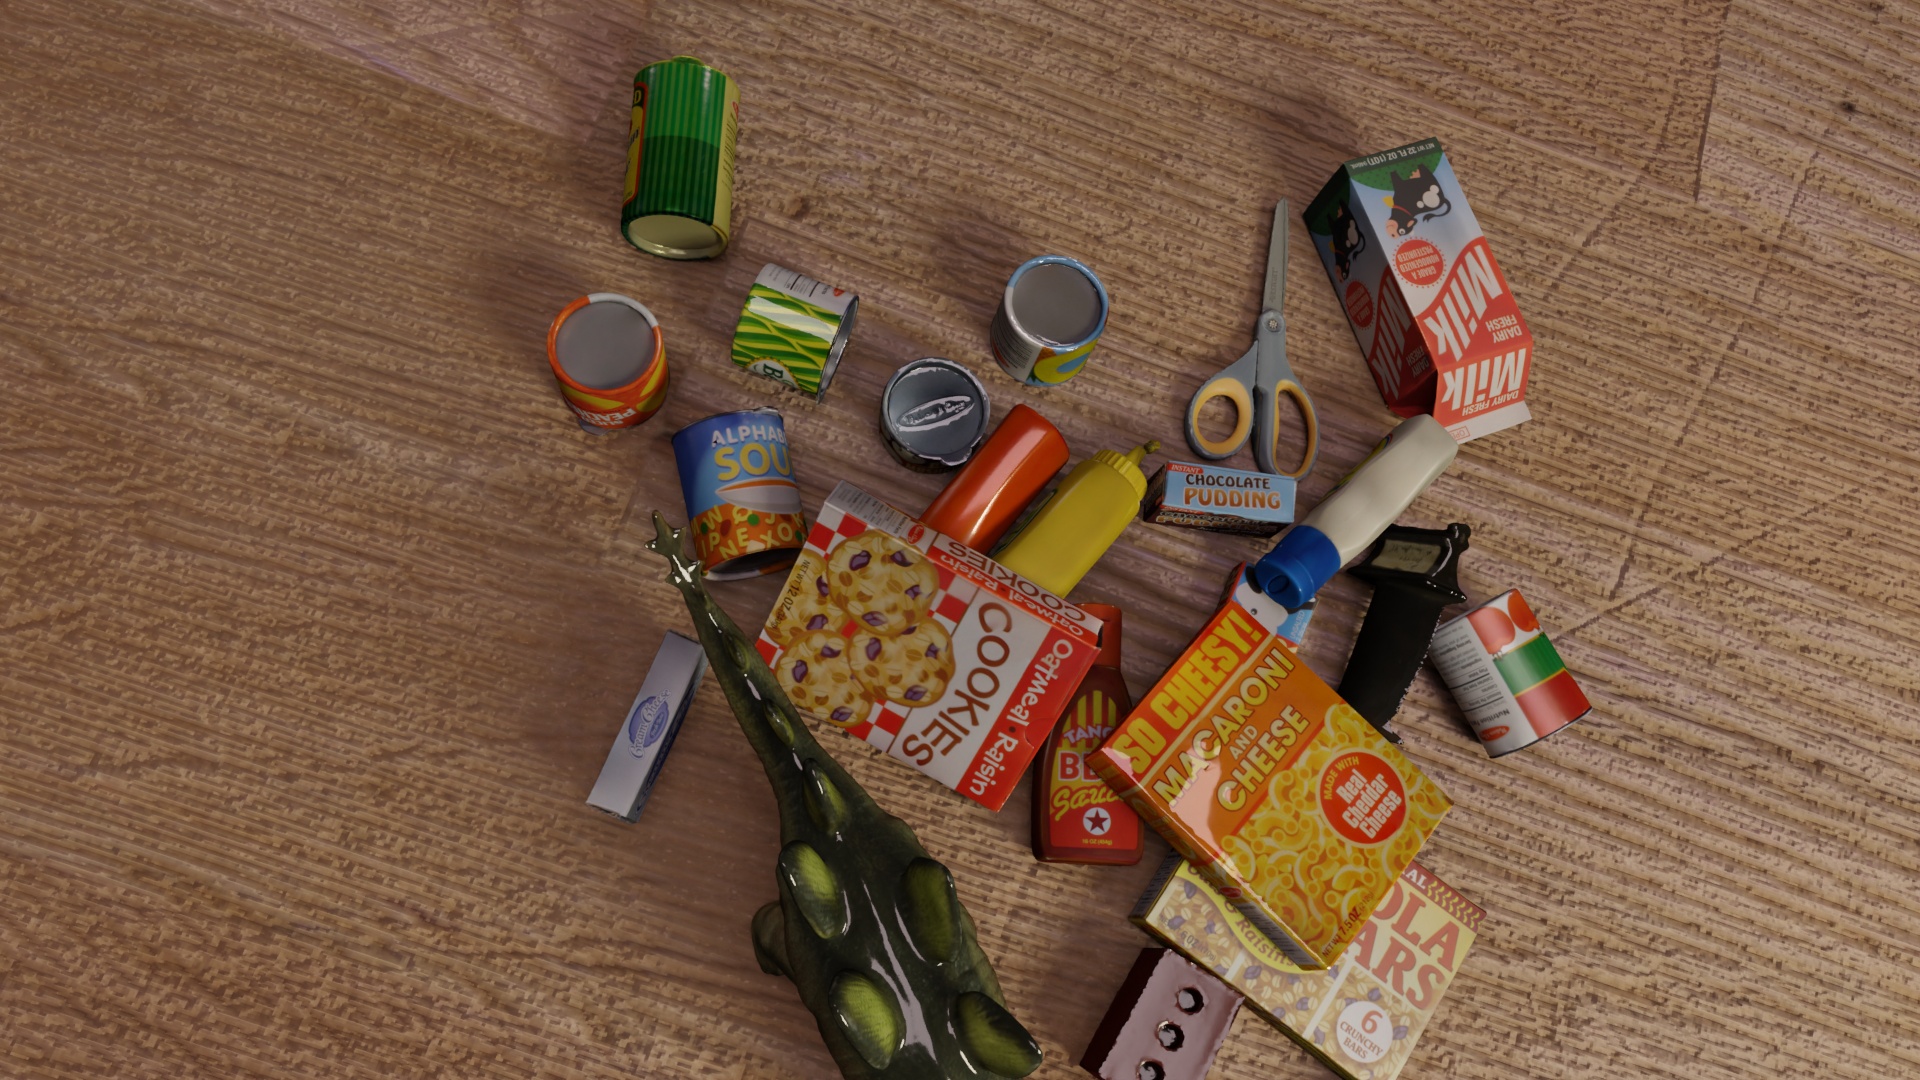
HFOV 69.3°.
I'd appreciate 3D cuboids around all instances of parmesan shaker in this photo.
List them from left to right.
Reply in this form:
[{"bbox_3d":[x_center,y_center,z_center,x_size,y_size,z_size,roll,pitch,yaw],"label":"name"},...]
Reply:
[{"bbox_3d":[-0.173,-0.234,0.855,0.071,0.071,0.103,4,74,-7],"label":"parmesan shaker"}]

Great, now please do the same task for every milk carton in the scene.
[{"bbox_3d":[0.300,-0.154,0.898,0.072,0.073,0.191,-18,78,-12],"label":"milk carton"}]

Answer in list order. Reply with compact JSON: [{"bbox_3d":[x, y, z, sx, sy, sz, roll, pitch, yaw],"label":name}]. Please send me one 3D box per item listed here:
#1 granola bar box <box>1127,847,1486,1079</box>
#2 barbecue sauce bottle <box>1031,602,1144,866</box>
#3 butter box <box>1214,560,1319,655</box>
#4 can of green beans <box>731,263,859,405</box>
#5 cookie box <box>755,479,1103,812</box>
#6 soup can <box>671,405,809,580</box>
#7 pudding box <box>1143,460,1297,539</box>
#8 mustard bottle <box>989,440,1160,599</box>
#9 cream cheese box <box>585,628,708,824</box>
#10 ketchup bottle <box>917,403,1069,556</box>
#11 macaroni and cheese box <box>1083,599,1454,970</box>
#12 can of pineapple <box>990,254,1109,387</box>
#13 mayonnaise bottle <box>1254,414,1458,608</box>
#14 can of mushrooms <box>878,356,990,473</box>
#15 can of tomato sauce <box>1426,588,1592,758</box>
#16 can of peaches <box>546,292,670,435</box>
[{"bbox_3d":[0.200,0.216,0.798,0.165,0.039,0.124,36,72,3],"label":"granola bar box"},{"bbox_3d":[0.075,0.112,0.807,0.065,0.043,0.149,5,74,-7],"label":"barbecue sauce bottle"},{"bbox_3d":[0.174,0.069,0.843,0.053,0.024,0.104,27,73,-1],"label":"butter box"},{"bbox_3d":[-0.100,-0.127,0.838,0.058,0.071,0.071,21,73,-1],"label":"can of green beans"},{"bbox_3d":[-0.022,0.061,0.774,0.167,0.040,0.122,29,114,0],"label":"cookie box"},{"bbox_3d":[-0.125,-0.026,0.804,0.071,0.071,0.084,-12,77,-11],"label":"soup can"},{"bbox_3d":[0.159,-0.025,0.854,0.084,0.049,0.030,8,76,-6],"label":"pudding box"},{"bbox_3d":[0.067,-0.008,0.832,0.049,0.065,0.161,43,68,1],"label":"mustard bottle"},{"bbox_3d":[-0.171,0.104,0.770,0.024,0.053,0.104,22,73,1],"label":"cream cheese box"},{"bbox_3d":[0.003,-0.010,0.824,0.043,0.064,0.149,38,81,17],"label":"ketchup bottle"},{"bbox_3d":[0.171,0.135,0.774,0.166,0.040,0.124,43,70,5],"label":"macaroni and cheese box"},{"bbox_3d":[0.057,-0.138,0.867,0.071,0.057,0.071,2,74,-7],"label":"can of pineapple"},{"bbox_3d":[0.240,-0.017,0.848,0.149,0.064,0.041,-39,82,-23],"label":"mayonnaise bottle"},{"bbox_3d":[-0.016,-0.074,0.852,0.071,0.033,0.071,2,74,-8],"label":"can of mushrooms"},{"bbox_3d":[0.330,0.079,0.841,0.071,0.071,0.083,-26,79,-14],"label":"can of tomato sauce"},{"bbox_3d":[-0.208,-0.103,0.821,0.071,0.058,0.071,2,74,-8],"label":"can of peaches"}]
